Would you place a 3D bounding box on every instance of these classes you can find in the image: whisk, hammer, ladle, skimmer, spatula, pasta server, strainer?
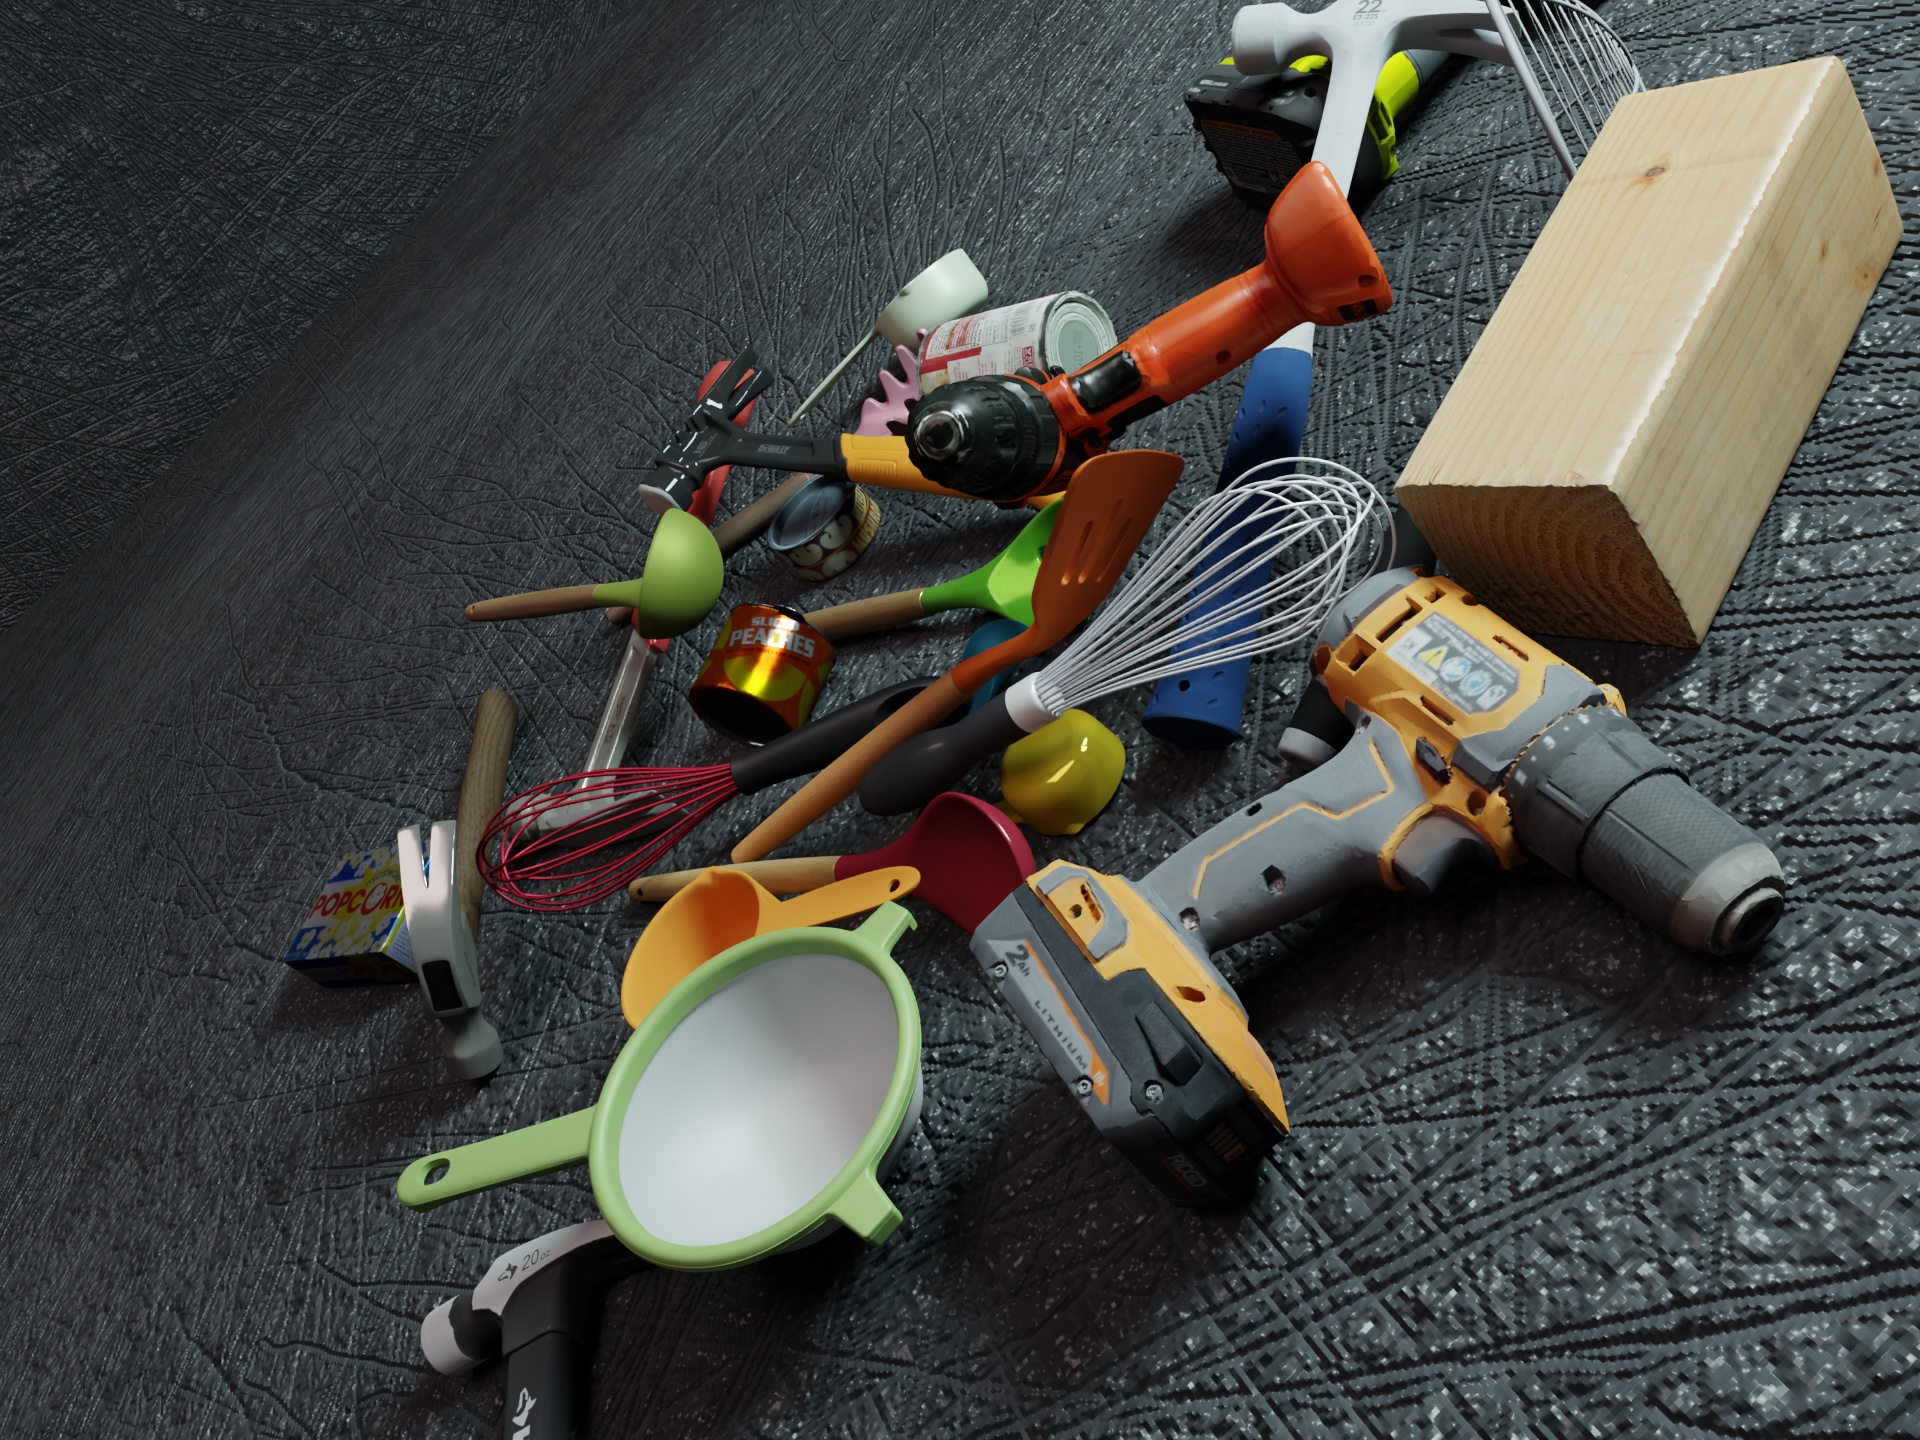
[{"bbox_3d":[0.056,-0.021,0.666,0.284,0.070,0.070,-32,36,35],"label":"whisk"},{"bbox_3d":[-0.185,-0.087,1.023,0.149,0.036,0.359,-12,53,40],"label":"hammer"},{"bbox_3d":[-0.251,-0.082,1.015,0.320,0.062,0.078,-1,72,48],"label":"ladle"},{"bbox_3d":[-0.045,-0.157,0.931,0.337,0.034,0.127,14,63,39],"label":"hammer"},{"bbox_3d":[0.200,-0.149,0.679,0.090,0.127,0.363,20,79,44],"label":"skimmer"},{"bbox_3d":[-0.018,-0.014,0.746,0.322,0.081,0.041,-38,74,36],"label":"spatula"},{"bbox_3d":[-0.124,-0.152,1.059,0.316,0.040,0.060,-31,42,21],"label":"pasta server"},{"bbox_3d":[0.158,-0.177,0.736,0.144,0.035,0.406,7,69,27],"label":"hammer"},{"bbox_3d":[-0.161,0.344,0.594,0.146,0.035,0.335,-33,36,18],"label":"hammer"},{"bbox_3d":[-0.073,0.077,0.774,0.315,0.069,0.031,-10,8,46],"label":"ladle"},{"bbox_3d":[-0.132,0.036,0.845,0.296,0.073,0.073,-21,40,16],"label":"whisk"},{"bbox_3d":[-0.298,0.064,0.975,0.031,0.130,0.332,-9,28,-6],"label":"hammer"},{"bbox_3d":[-0.118,0.180,0.667,0.256,0.069,0.152,-20,41,19],"label":"strainer"}]

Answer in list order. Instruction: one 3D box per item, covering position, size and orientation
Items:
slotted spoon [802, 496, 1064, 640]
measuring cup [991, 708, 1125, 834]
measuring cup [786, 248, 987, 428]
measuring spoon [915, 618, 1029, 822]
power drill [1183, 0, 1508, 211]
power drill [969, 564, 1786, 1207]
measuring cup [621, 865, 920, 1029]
[{"bbox_3d":[-0.035,-0.064,0.885,0.314,0.031,0.070,-9,69,43],"label":"slotted spoon"},{"bbox_3d":[0.004,0.040,0.737,0.156,0.029,0.062,-26,39,26],"label":"measuring cup"},{"bbox_3d":[-0.048,-0.242,1.061,0.167,0.038,0.083,-42,2,17],"label":"measuring cup"},{"bbox_3d":[-0.001,-0.002,0.767,0.042,0.021,0.129,-27,31,51],"label":"measuring spoon"},{"bbox_3d":[0.242,-0.395,0.899,0.228,0.080,0.191,-43,36,-2],"label":"power drill"},{"bbox_3d":[0.135,0.064,0.538,0.226,0.084,0.186,-40,43,-1],"label":"power drill"},{"bbox_3d":[-0.077,0.107,0.735,0.173,0.052,0.095,-21,41,28],"label":"measuring cup"}]
